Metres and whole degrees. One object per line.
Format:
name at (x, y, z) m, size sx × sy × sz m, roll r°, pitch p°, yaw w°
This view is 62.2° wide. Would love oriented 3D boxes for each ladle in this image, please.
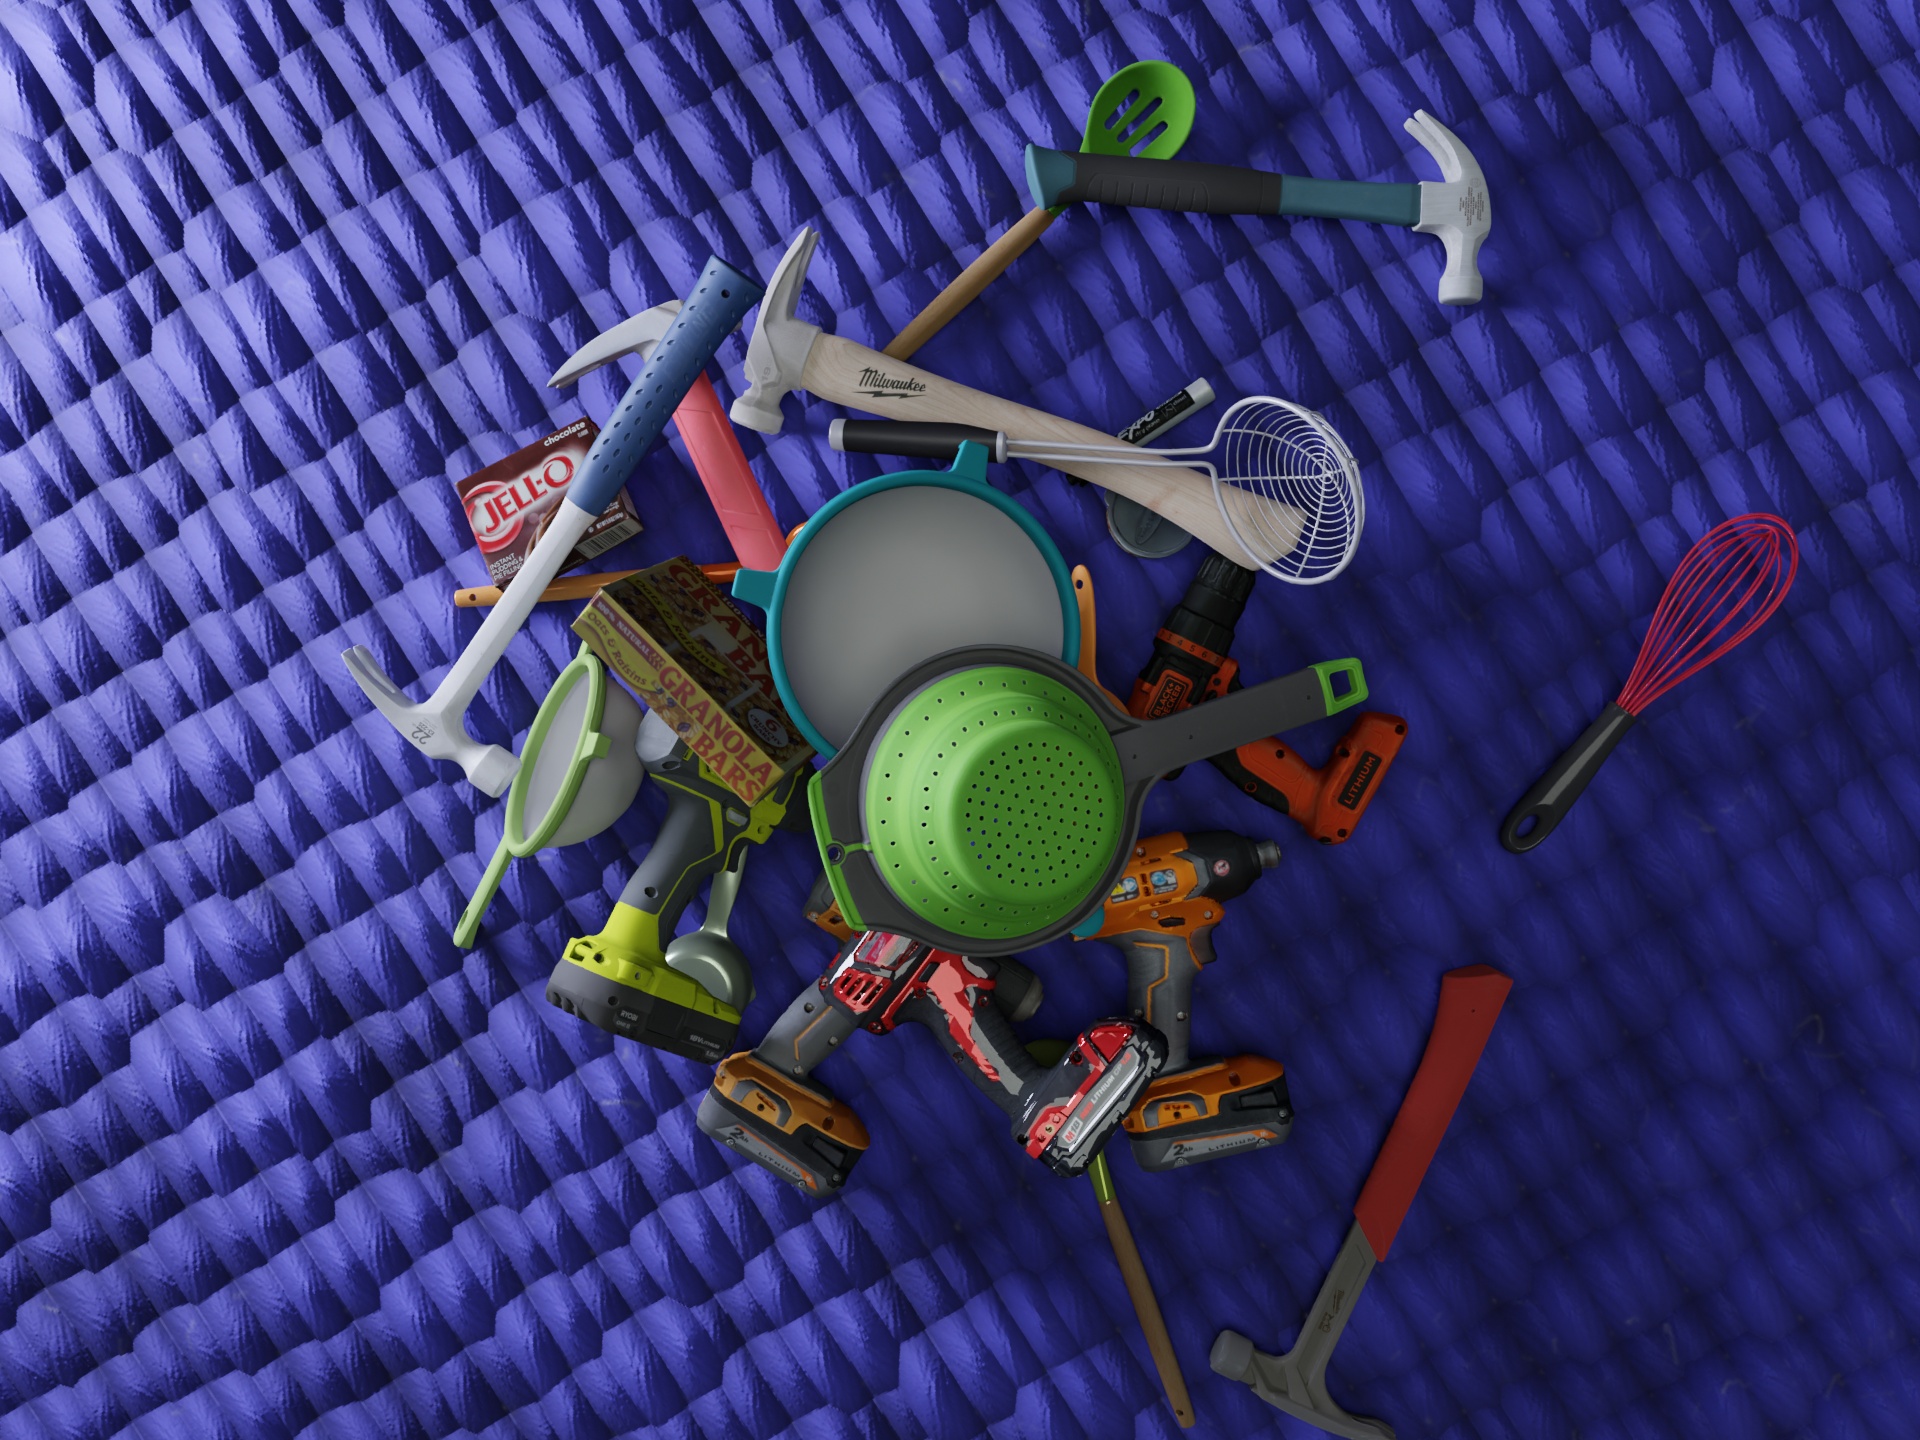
ladle at (0.111, 0.380, 1.165) m, size 0.078 × 0.062 × 0.320 m, roll -16°, pitch 97°, yaw 34°

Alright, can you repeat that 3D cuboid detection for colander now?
colander at (0.106, 0.030, 1.016) m, size 0.397 × 0.094 × 0.204 m, roll -18°, pitch 98°, yaw -15°

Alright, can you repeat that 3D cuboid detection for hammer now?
hammer at (0.046, -0.211, 1.113) m, size 0.410 × 0.038 × 0.146 m, roll 21°, pitch 102°, yaw 7°
hammer at (0.322, 0.348, 1.164) m, size 0.149 × 0.037 × 0.359 m, roll 24°, pitch 94°, yaw 1°
hammer at (-0.270, -0.142, 1.090) m, size 0.144 × 0.035 × 0.405 m, roll 36°, pitch 103°, yaw -7°
hammer at (0.209, -0.369, 1.115) m, size 0.331 × 0.033 × 0.128 m, roll 3°, pitch 92°, yaw -5°
hammer at (-0.147, -0.102, 1.121) m, size 0.143 × 0.038 × 0.386 m, roll -24°, pitch 96°, yaw 11°

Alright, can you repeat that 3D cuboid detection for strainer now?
strainer at (-0.290, 0.075, 1.151) m, size 0.069 × 0.152 × 0.256 m, roll 21°, pitch 115°, yaw -26°
strainer at (-0.002, -0.003, 1.082) m, size 0.211 × 0.095 × 0.340 m, roll -32°, pitch 101°, yaw -13°

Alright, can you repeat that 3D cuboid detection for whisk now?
whisk at (0.484, -0.023, 1.130) m, size 0.073 × 0.073 × 0.296 m, roll 36°, pitch 100°, yaw 0°

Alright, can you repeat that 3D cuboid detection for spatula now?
spatula at (-0.213, -0.104, 1.158) m, size 0.322 × 0.041 × 0.081 m, roll -5°, pitch 98°, yaw 4°

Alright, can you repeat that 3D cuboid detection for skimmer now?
skimmer at (0.081, -0.162, 1.049) m, size 0.363 × 0.090 × 0.127 m, roll 6°, pitch 130°, yaw 11°

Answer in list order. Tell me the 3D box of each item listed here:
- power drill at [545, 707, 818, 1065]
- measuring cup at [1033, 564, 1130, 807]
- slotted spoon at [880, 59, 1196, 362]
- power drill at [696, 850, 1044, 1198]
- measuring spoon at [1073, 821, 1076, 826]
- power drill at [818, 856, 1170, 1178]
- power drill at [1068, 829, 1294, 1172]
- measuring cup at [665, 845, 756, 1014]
power drill at (-0.177, 0.114, 1.102) m, size 0.171 × 0.080 × 0.223 m, roll 32°, pitch 75°, yaw -43°
measuring cup at (0.074, -0.023, 1.122) m, size 0.095 × 0.052 × 0.173 m, roll 1°, pitch 94°, yaw 39°
slotted spoon at (0.042, -0.349, 1.142) m, size 0.314 × 0.031 × 0.070 m, roll -42°, pitch 101°, yaw 6°
power drill at (-0.064, 0.229, 1.154) m, size 0.185 × 0.084 × 0.226 m, roll 31°, pitch 89°, yaw -1°
measuring spoon at (0.043, 0.043, 1.170) m, size 0.117 × 0.011 × 0.021 m, roll 43°, pitch 94°, yaw -1°
power drill at (0.027, 0.192, 1.077) m, size 0.220 × 0.078 × 0.143 m, roll 37°, pitch 87°, yaw 9°
power drill at (0.169, 0.192, 1.141) m, size 0.164 × 0.084 × 0.226 m, roll -14°, pitch 88°, yaw 3°
measuring cup at (-0.183, 0.154, 1.170) m, size 0.083 × 0.038 × 0.167 m, roll 14°, pitch 96°, yaw 1°
